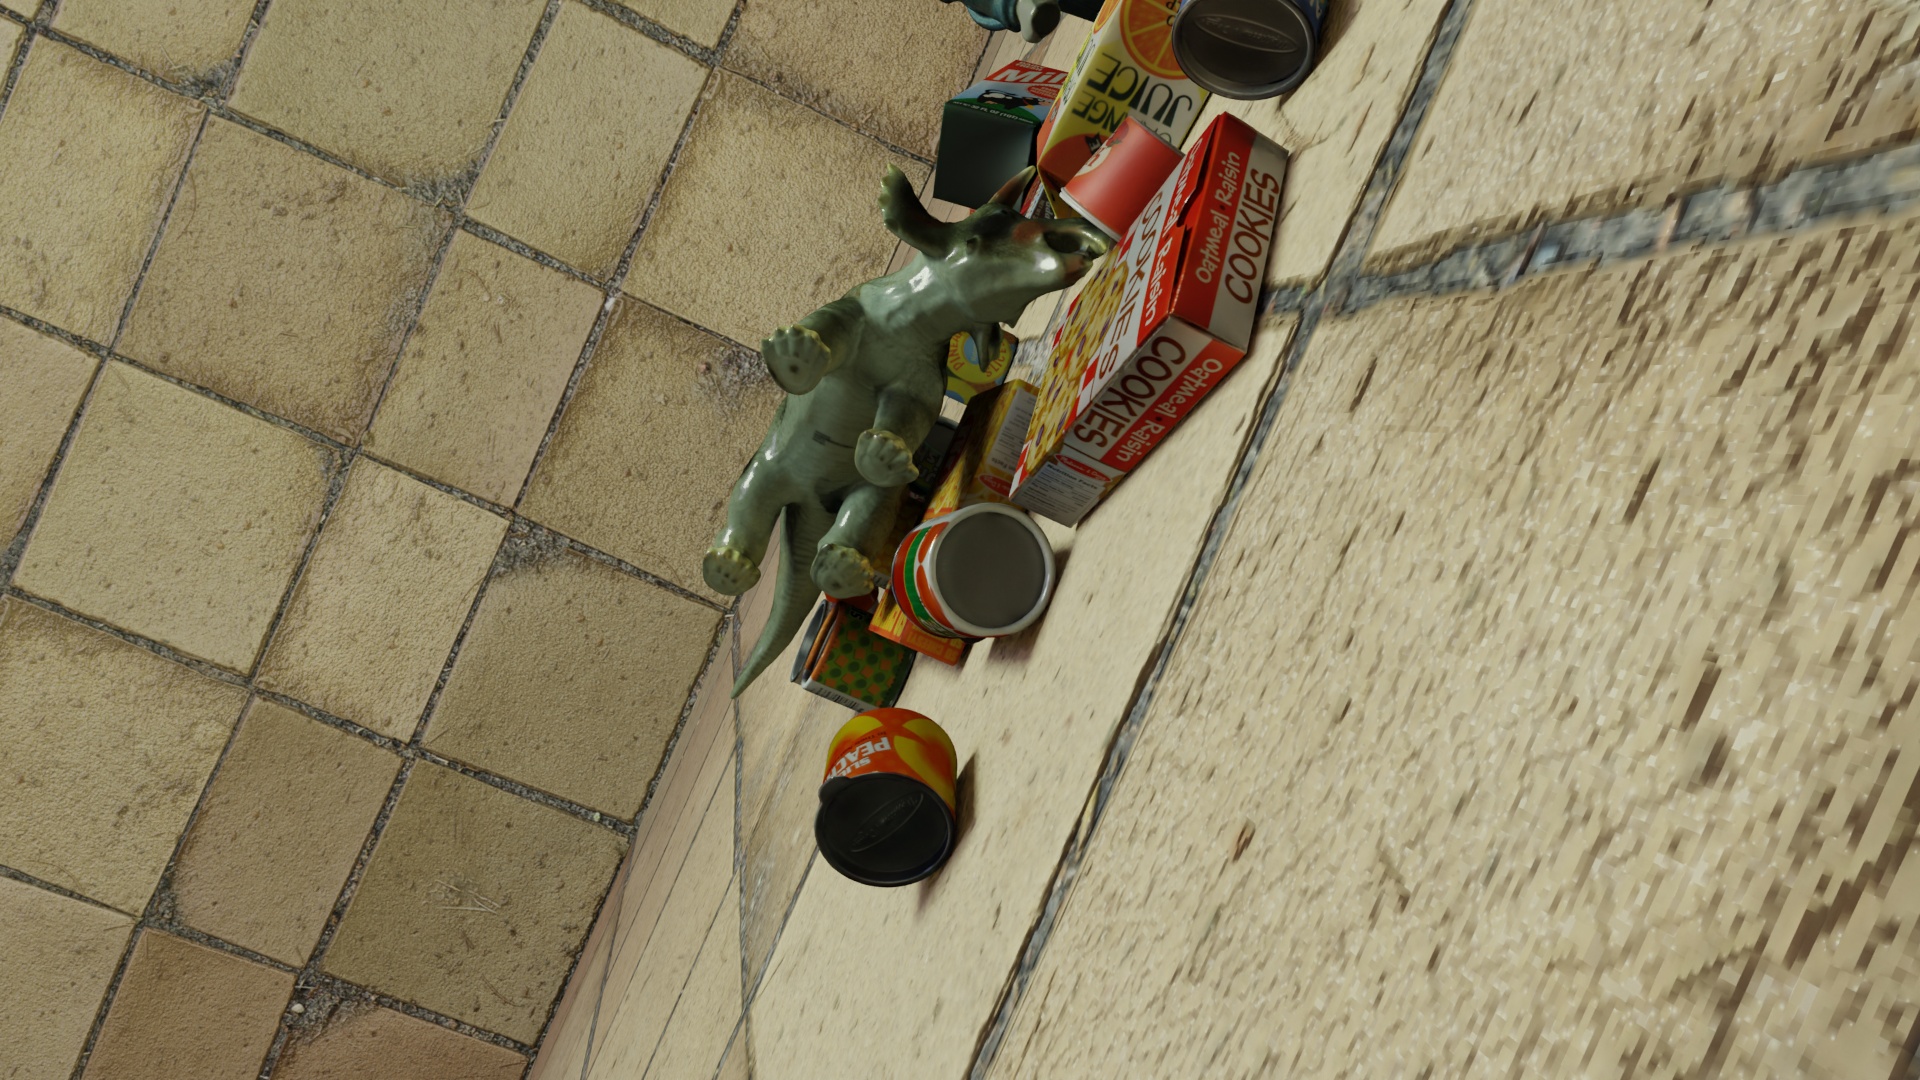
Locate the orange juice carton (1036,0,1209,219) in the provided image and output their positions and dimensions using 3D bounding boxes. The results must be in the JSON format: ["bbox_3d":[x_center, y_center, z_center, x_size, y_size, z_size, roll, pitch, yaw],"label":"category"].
[{"bbox_3d":[0.101,-0.268,0.837,0.072,0.073,0.191,-86,22,-60],"label":"orange juice carton"}]

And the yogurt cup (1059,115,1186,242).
[{"bbox_3d":[0.094,-0.182,0.721,0.053,0.072,0.073,-54,14,18],"label":"yogurt cup"}]

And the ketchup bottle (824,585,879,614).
[{"bbox_3d":[-0.086,0.028,1.064,0.148,0.043,0.065,86,167,-65],"label":"ketchup bottle"}]

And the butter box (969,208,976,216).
[{"bbox_3d":[0.027,-0.237,1.131,0.053,0.024,0.103,-51,-23,-38],"label":"butter box"}]

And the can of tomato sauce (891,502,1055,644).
[{"bbox_3d":[0.006,0.019,0.705,0.071,0.071,0.083,-68,11,-9],"label":"can of tomato sauce"}]

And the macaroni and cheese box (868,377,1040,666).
[{"bbox_3d":[0.003,-0.011,0.846,0.166,0.040,0.123,-66,11,-5],"label":"macaroni and cheese box"}]

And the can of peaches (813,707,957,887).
[{"bbox_3d":[-0.036,0.121,0.670,0.071,0.071,0.058,-61,11,23],"label":"can of peaches"}]

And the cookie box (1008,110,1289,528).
[{"bbox_3d":[0.083,-0.097,0.645,0.166,0.040,0.123,-49,20,56],"label":"cookie box"}]

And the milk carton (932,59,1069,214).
[{"bbox_3d":[0.051,-0.312,1.056,0.191,0.072,0.073,-53,-23,-53],"label":"milk carton"}]

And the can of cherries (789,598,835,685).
[{"bbox_3d":[-0.086,0.083,1.026,0.071,0.058,0.071,-155,88,-80],"label":"can of cherries"}]

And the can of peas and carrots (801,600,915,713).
[{"bbox_3d":[-0.068,0.079,0.944,0.070,0.059,0.071,-61,12,23],"label":"can of peas and carrots"}]

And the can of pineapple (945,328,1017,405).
[{"bbox_3d":[0.004,-0.140,1.068,0.070,0.058,0.071,-62,12,23],"label":"can of pineapple"}]

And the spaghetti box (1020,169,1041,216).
[{"bbox_3d":[0.111,-0.331,0.990,0.028,0.050,0.250,157,136,-76],"label":"spaghetti box"}]

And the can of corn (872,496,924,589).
[{"bbox_3d":[-0.034,0.003,0.946,0.071,0.058,0.071,-61,12,23],"label":"can of corn"}]

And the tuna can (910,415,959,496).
[{"bbox_3d":[-0.014,-0.056,0.948,0.032,0.071,0.071,-60,12,27],"label":"tuna can"}]

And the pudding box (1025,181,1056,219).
[{"bbox_3d":[0.074,-0.224,0.935,0.083,0.049,0.030,-65,9,1],"label":"pudding box"}]

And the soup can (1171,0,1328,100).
[{"bbox_3d":[0.141,-0.261,0.648,0.071,0.071,0.084,-46,22,61],"label":"soup can"}]
